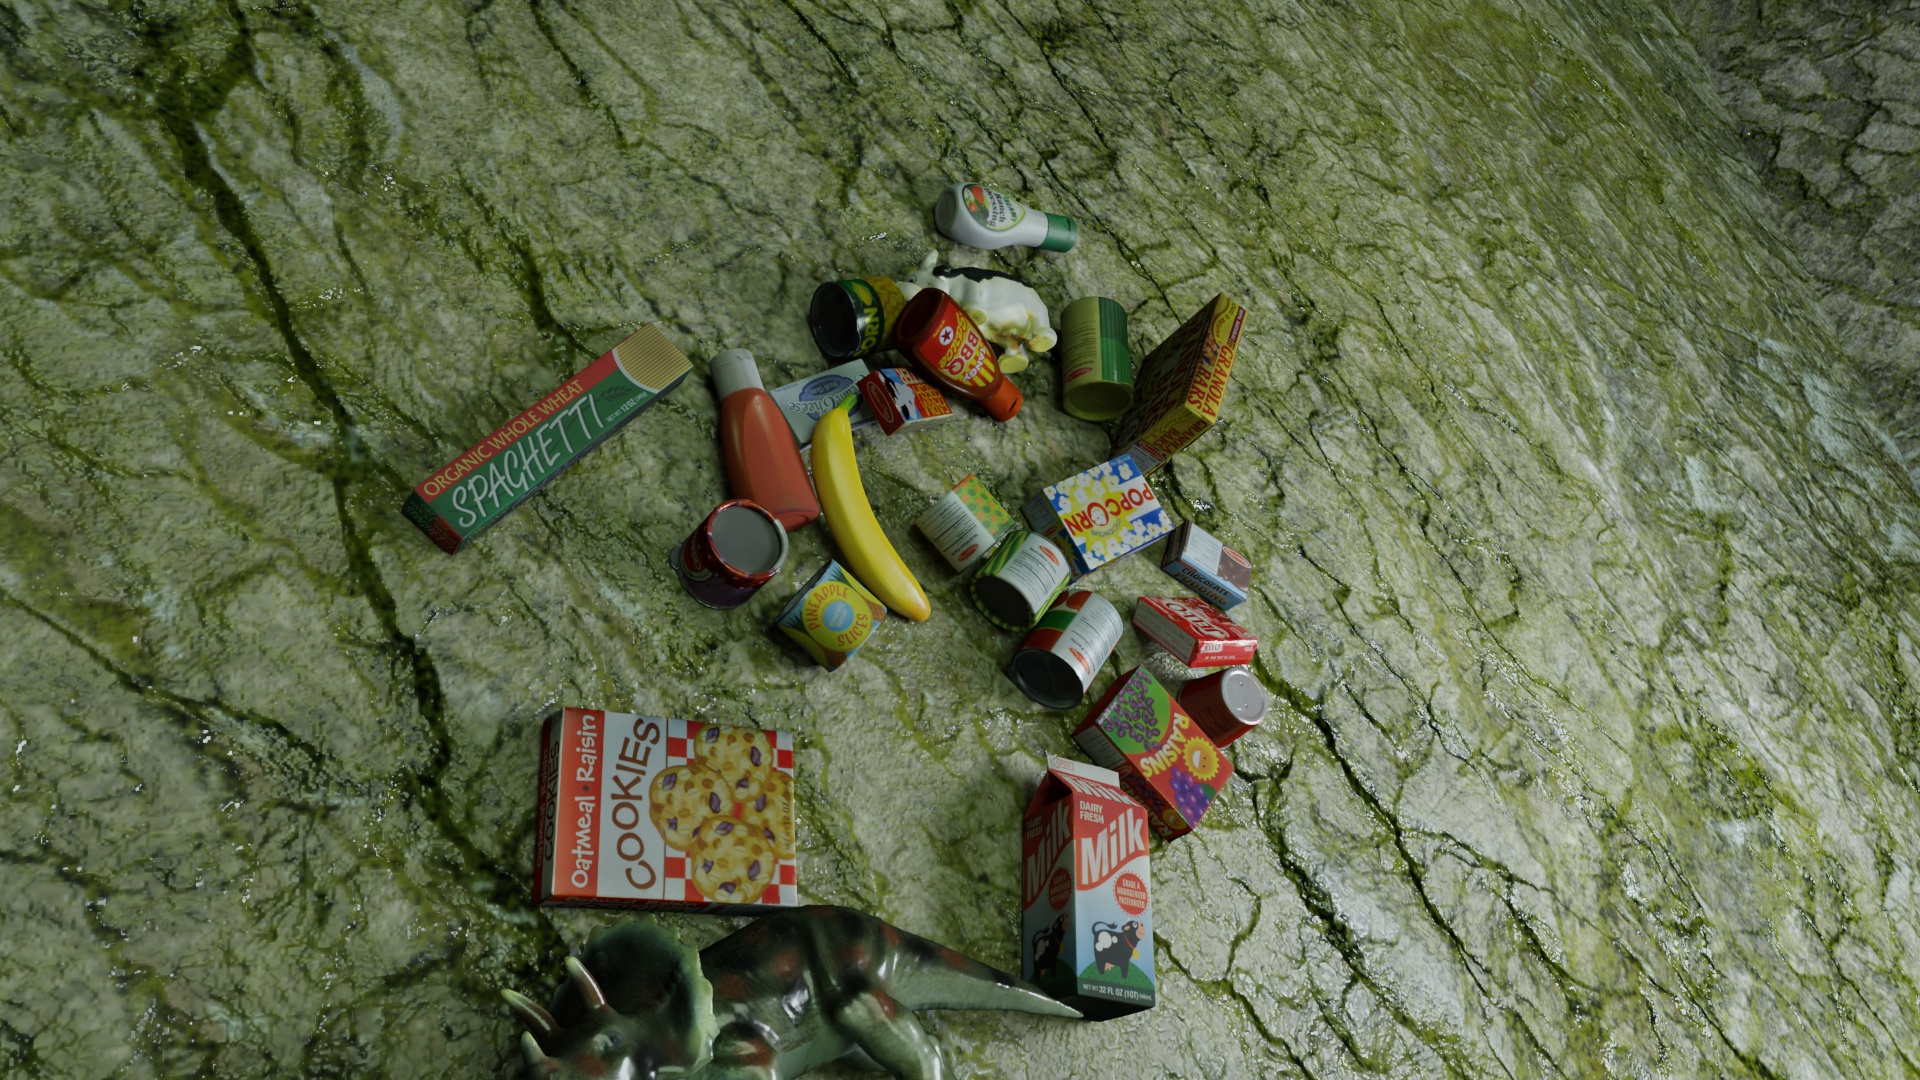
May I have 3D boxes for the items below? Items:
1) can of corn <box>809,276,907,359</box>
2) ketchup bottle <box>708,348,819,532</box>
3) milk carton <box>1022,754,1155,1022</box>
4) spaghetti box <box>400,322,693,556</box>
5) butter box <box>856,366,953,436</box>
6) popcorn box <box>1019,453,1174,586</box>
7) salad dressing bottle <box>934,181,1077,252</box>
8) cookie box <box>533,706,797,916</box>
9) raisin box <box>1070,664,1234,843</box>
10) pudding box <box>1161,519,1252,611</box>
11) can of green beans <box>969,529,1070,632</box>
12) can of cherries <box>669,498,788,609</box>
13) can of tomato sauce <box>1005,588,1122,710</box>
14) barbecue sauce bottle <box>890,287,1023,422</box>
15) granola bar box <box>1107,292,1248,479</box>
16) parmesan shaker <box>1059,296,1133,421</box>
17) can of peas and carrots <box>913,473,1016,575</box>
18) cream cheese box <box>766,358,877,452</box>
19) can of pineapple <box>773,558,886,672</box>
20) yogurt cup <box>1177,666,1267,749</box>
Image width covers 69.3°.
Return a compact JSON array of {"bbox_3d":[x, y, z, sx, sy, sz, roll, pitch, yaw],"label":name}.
[{"bbox_3d":[-0.085,-0.191,1.194,0.058,0.071,0.071,-16,75,-40],"label":"can of corn"},{"bbox_3d":[-0.161,-0.080,1.095,0.065,0.043,0.149,-3,66,-44],"label":"ketchup bottle"},{"bbox_3d":[0.096,0.260,1.061,0.072,0.073,0.191,19,55,-25],"label":"milk carton"},{"bbox_3d":[-0.293,-0.079,1.013,0.050,0.028,0.251,45,48,-4],"label":"spaghetti box"},{"bbox_3d":[-0.046,-0.120,1.183,0.053,0.024,0.104,60,24,4],"label":"butter box"},{"bbox_3d":[0.126,-0.021,1.264,0.127,0.038,0.085,-23,80,-41],"label":"popcorn box"},{"bbox_3d":[0.047,-0.314,1.371,0.148,0.043,0.064,4,65,-34],"label":"salad dressing bottle"},{"bbox_3d":[-0.194,0.183,0.927,0.167,0.040,0.123,12,59,-31],"label":"cookie box"},{"bbox_3d":[0.164,0.180,1.177,0.123,0.040,0.086,48,48,-1],"label":"raisin box"},{"bbox_3d":[0.235,0.024,1.320,0.083,0.030,0.050,32,50,-16],"label":"pudding box"},{"bbox_3d":[0.049,0.034,1.158,0.071,0.071,0.058,45,55,-6],"label":"can of green beans"},{"bbox_3d":[-0.171,0.010,1.027,0.071,0.058,0.072,17,57,-27],"label":"can of cherries"},{"bbox_3d":[0.088,0.090,1.159,0.071,0.071,0.083,45,48,-6],"label":"can of tomato sauce"},{"bbox_3d":[0.002,-0.156,1.216,0.148,0.044,0.065,40,79,-46],"label":"barbecue sauce bottle"},{"bbox_3d":[0.209,-0.145,1.335,0.039,0.123,0.166,34,51,-13],"label":"granola bar box"},{"bbox_3d":[0.132,-0.176,1.334,0.071,0.071,0.103,18,56,-26],"label":"parmesan shaker"},{"bbox_3d":[0.004,-0.015,1.159,0.058,0.070,0.071,49,48,-1],"label":"can of peas and carrots"},{"bbox_3d":[-0.112,-0.112,1.160,0.104,0.024,0.053,-27,83,-41],"label":"cream cheese box"},{"bbox_3d":[-0.097,0.057,1.045,0.058,0.070,0.071,42,49,-8],"label":"can of pineapple"},{"bbox_3d":[0.235,0.146,1.235,0.072,0.053,0.073,16,57,-26],"label":"yogurt cup"}]
